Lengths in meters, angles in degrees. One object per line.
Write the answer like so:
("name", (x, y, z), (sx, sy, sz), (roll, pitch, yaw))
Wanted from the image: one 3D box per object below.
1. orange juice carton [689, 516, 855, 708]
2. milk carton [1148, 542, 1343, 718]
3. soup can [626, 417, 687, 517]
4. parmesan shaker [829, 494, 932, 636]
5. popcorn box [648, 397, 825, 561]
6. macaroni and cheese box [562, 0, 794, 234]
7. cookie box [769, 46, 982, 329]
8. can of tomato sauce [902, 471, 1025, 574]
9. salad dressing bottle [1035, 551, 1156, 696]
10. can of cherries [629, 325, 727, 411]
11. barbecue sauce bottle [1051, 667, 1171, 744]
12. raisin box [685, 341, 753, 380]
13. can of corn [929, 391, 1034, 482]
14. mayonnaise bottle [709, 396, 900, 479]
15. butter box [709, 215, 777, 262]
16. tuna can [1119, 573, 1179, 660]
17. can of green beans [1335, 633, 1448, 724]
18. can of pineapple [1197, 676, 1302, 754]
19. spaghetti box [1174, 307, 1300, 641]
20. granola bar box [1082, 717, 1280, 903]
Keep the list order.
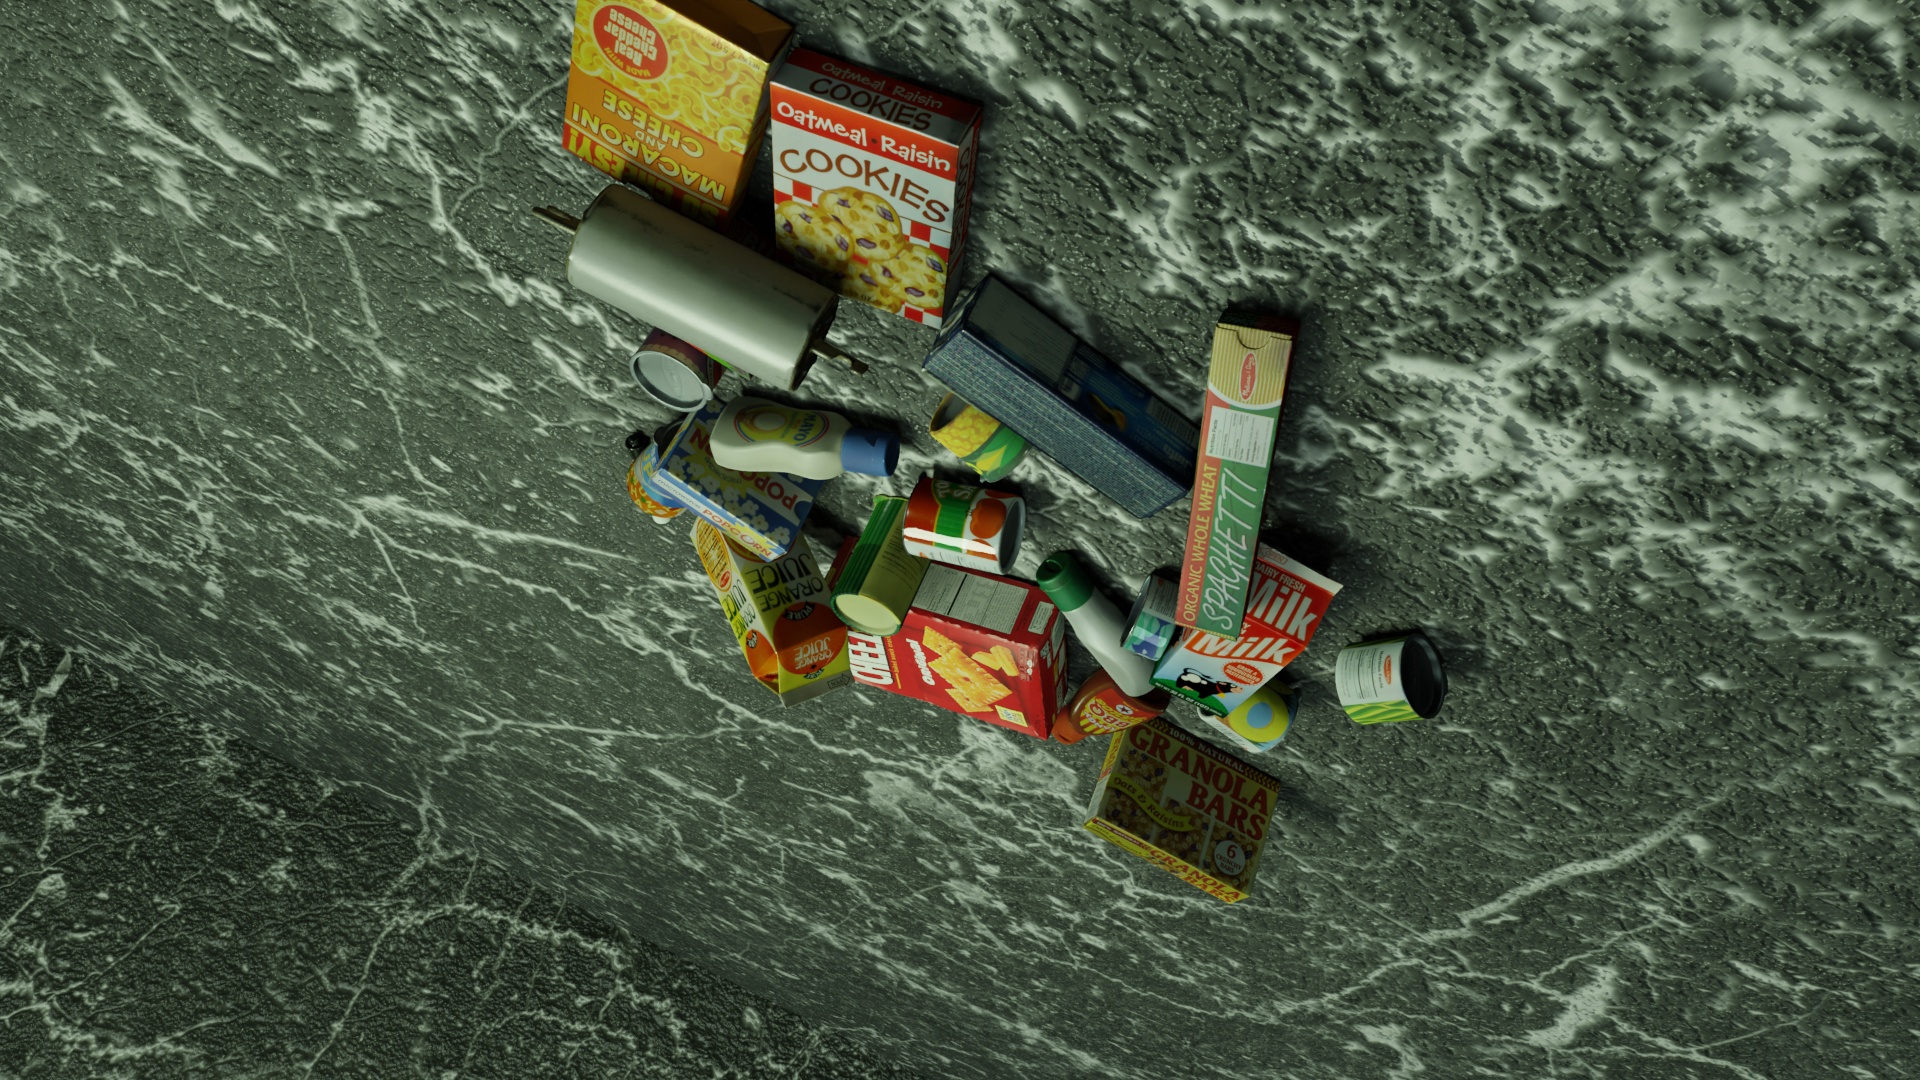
("orange juice carton", (-0.163, 0.052, 1.229), (0.193, 0.072, 0.072), (63, 149, 13))
("milk carton", (0.222, 0.061, 1.083), (0.072, 0.074, 0.189), (27, 148, -2))
("soup can", (-0.251, -0.064, 1.219), (0.071, 0.072, 0.083), (36, 146, -18))
("parmesan shaker", (-0.065, 0.021, 1.185), (0.071, 0.103, 0.071), (17, 147, 12))
("popcorn box", (-0.188, -0.052, 1.177), (0.126, 0.085, 0.038), (35, 147, -17))
("macaroni and cheese box", (-0.185, -0.284, 0.880), (0.124, 0.040, 0.165), (28, 148, -5))
("cookie box", (-0.056, -0.221, 0.888), (0.123, 0.040, 0.166), (20, 149, 7))
("can of tomato sauce", (0.004, -0.014, 1.127), (0.083, 0.071, 0.070), (12, 146, 18))
("salad dressing bottle", (0.119, 0.071, 1.188), (0.147, 0.044, 0.064), (49, 175, -27))
("can of cherries", (-0.214, -0.143, 1.088), (0.071, 0.059, 0.071), (17, 146, 12))
("barbecue sauce bottle", (0.134, 0.156, 1.307), (0.065, 0.044, 0.148), (32, 148, -11))
("raisin box", (-0.197, -0.174, 1.015), (0.123, 0.040, 0.086), (31, 171, -1))
("can of corn", (0.018, -0.084, 1.010), (0.058, 0.071, 0.071), (38, 145, -19))
("mayonnaise bottle", (-0.124, -0.079, 1.121), (0.148, 0.065, 0.041), (9, 141, 16))
("butter box", (-0.148, -0.195, 1.001), (0.103, 0.024, 0.053), (35, 147, -17))
("tuna can", (0.157, 0.065, 1.136), (0.033, 0.071, 0.070), (23, 148, 2))
("can of green beans", (0.335, 0.109, 1.084), (0.057, 0.071, 0.071), (-14, 131, 46))
("can of pineapple", (0.246, 0.138, 1.189), (0.058, 0.071, 0.070), (34, 146, -15))
("spaghetti box", (0.183, -0.038, 0.938), (0.050, 0.029, 0.248), (14, 129, 17))
("granola bar box", (0.210, 0.250, 1.317), (0.165, 0.125, 0.039), (28, 148, -6))
